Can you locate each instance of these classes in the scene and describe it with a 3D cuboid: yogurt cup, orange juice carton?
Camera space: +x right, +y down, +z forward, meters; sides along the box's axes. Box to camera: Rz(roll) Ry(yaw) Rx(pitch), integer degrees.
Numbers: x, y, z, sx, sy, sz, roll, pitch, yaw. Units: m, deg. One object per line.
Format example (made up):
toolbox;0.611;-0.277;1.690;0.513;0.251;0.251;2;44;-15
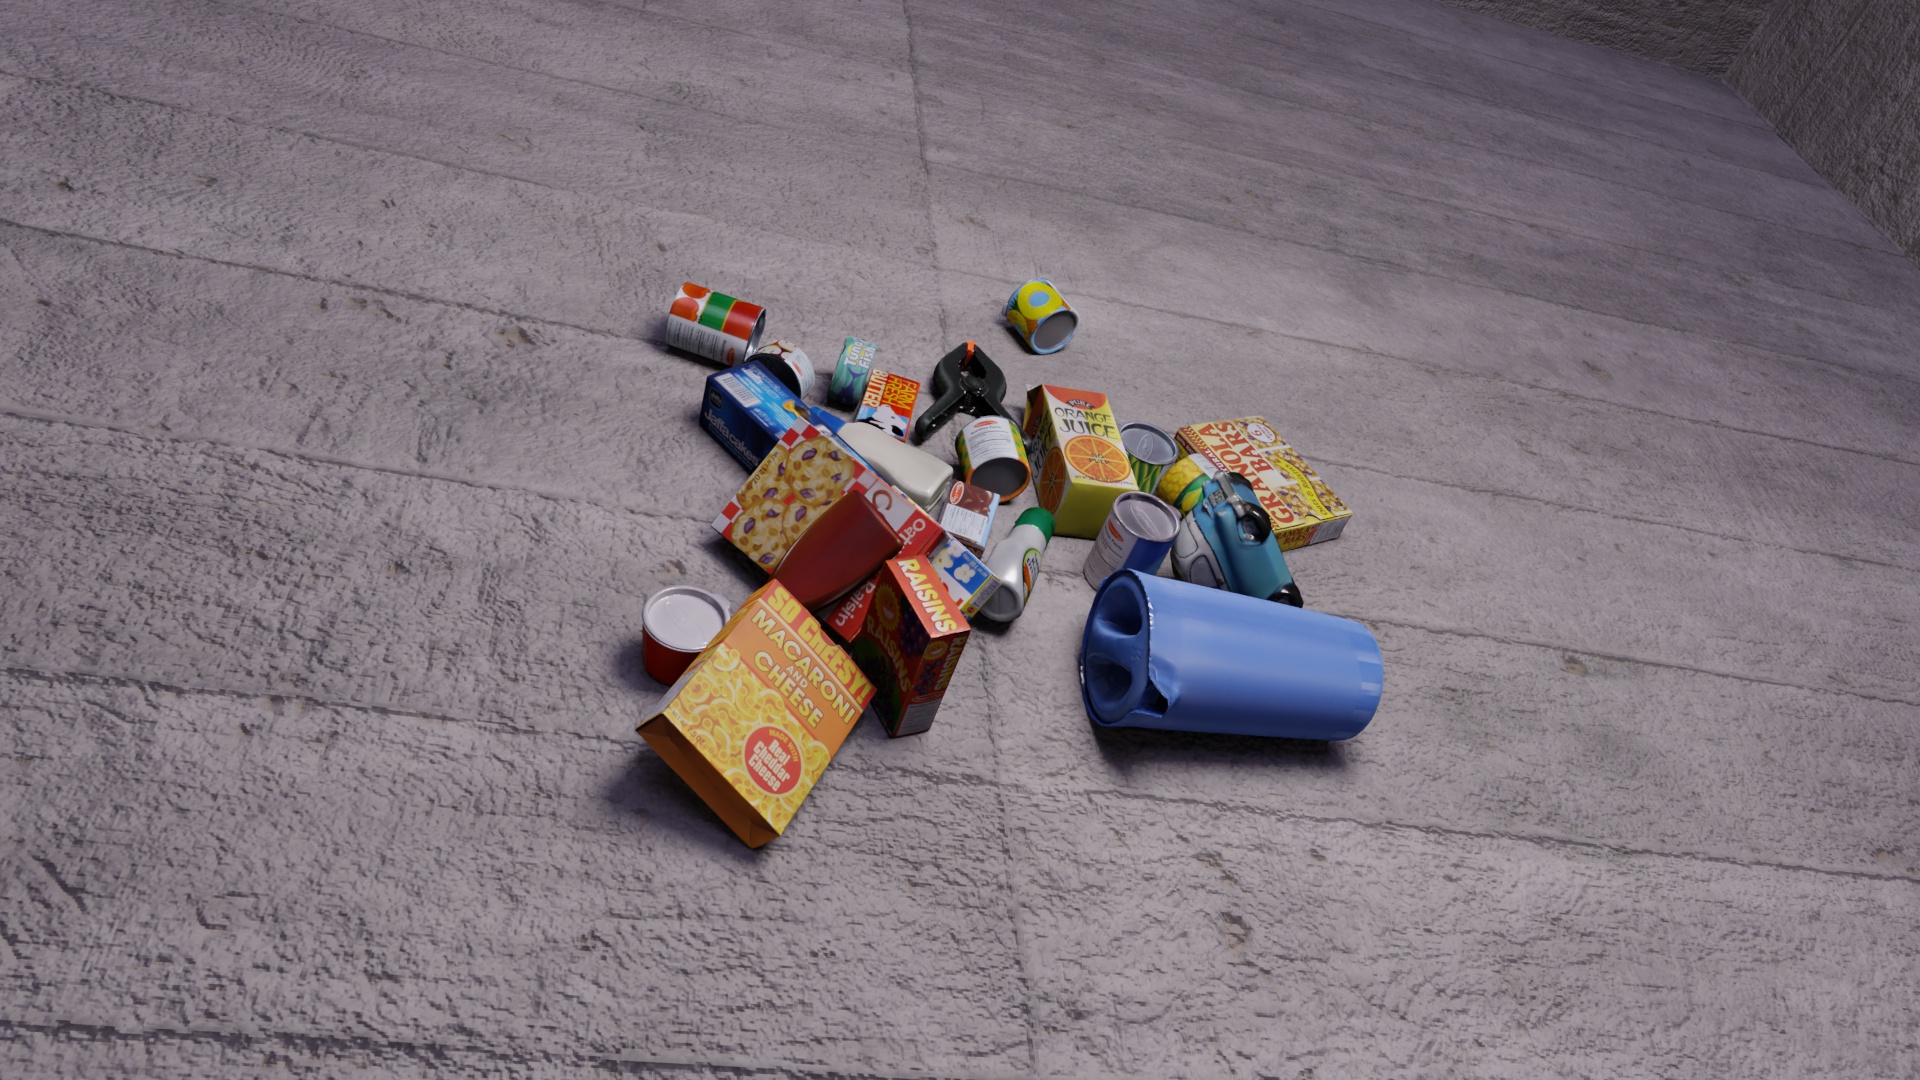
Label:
yogurt cup;-0.217;0.077;1.084;0.072;0.053;0.073;12;41;-11
orange juice carton;0.114;-0.093;1.398;0.072;0.072;0.193;6;42;-17

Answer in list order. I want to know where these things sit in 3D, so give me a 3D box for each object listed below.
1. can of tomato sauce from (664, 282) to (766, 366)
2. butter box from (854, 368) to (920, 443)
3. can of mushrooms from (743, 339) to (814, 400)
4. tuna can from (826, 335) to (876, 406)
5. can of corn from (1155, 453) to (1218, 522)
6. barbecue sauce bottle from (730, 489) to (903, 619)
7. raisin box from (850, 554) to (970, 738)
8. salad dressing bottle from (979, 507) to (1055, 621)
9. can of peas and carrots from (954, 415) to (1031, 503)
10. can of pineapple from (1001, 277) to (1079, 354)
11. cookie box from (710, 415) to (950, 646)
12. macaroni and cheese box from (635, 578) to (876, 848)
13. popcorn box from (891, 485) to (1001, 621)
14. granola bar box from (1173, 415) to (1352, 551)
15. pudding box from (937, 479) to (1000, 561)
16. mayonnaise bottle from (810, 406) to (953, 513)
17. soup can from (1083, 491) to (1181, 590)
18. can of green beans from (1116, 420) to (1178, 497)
can of tomato sauce;-0.243;-0.215;1.383;0.083;0.070;0.071;19;40;-2
butter box;-0.075;-0.130;1.394;0.053;0.024;0.104;17;40;-4
can of mushrooms;-0.179;-0.159;1.352;0.071;0.070;0.034;27;41;7
tuna can;-0.108;-0.171;1.389;0.033;0.070;0.071;18;40;-6
can of corn;0.239;-0.044;1.406;0.071;0.070;0.058;-16;52;-36
barbecue sauce bottle;-0.120;0.028;1.123;0.148;0.043;0.065;-41;78;0
raisin box;-0.041;0.084;1.099;0.040;0.122;0.086;-8;48;-30
salad dressing bottle;0.053;0.018;1.263;0.044;0.064;0.148;5;30;15
can of peas and carrots;0.032;-0.076;1.353;0.071;0.070;0.059;5;43;-18
can of pineapple;0.092;-0.252;1.570;0.071;0.070;0.058;-11;50;-32
cookie box;-0.111;-0.008;1.177;0.168;0.123;0.040;38;-1;19
macaroni and cheese box;-0.145;0.125;1.034;0.123;0.040;0.167;49;40;-12
popcorn box;-0.038;0.025;1.195;0.127;0.085;0.038;42;1;23
granola bar box;0.317;-0.062;1.477;0.124;0.038;0.166;-11;50;-32
pudding box;0.005;-0.016;1.300;0.050;0.030;0.084;19;40;-1
mayonnaise bottle;-0.084;-0.079;1.324;0.148;0.041;0.065;28;40;10
soup can;0.162;0.006;1.301;0.071;0.083;0.072;12;41;-11
can of green beans;0.182;-0.080;1.424;0.071;0.057;0.071;12;41;-11
